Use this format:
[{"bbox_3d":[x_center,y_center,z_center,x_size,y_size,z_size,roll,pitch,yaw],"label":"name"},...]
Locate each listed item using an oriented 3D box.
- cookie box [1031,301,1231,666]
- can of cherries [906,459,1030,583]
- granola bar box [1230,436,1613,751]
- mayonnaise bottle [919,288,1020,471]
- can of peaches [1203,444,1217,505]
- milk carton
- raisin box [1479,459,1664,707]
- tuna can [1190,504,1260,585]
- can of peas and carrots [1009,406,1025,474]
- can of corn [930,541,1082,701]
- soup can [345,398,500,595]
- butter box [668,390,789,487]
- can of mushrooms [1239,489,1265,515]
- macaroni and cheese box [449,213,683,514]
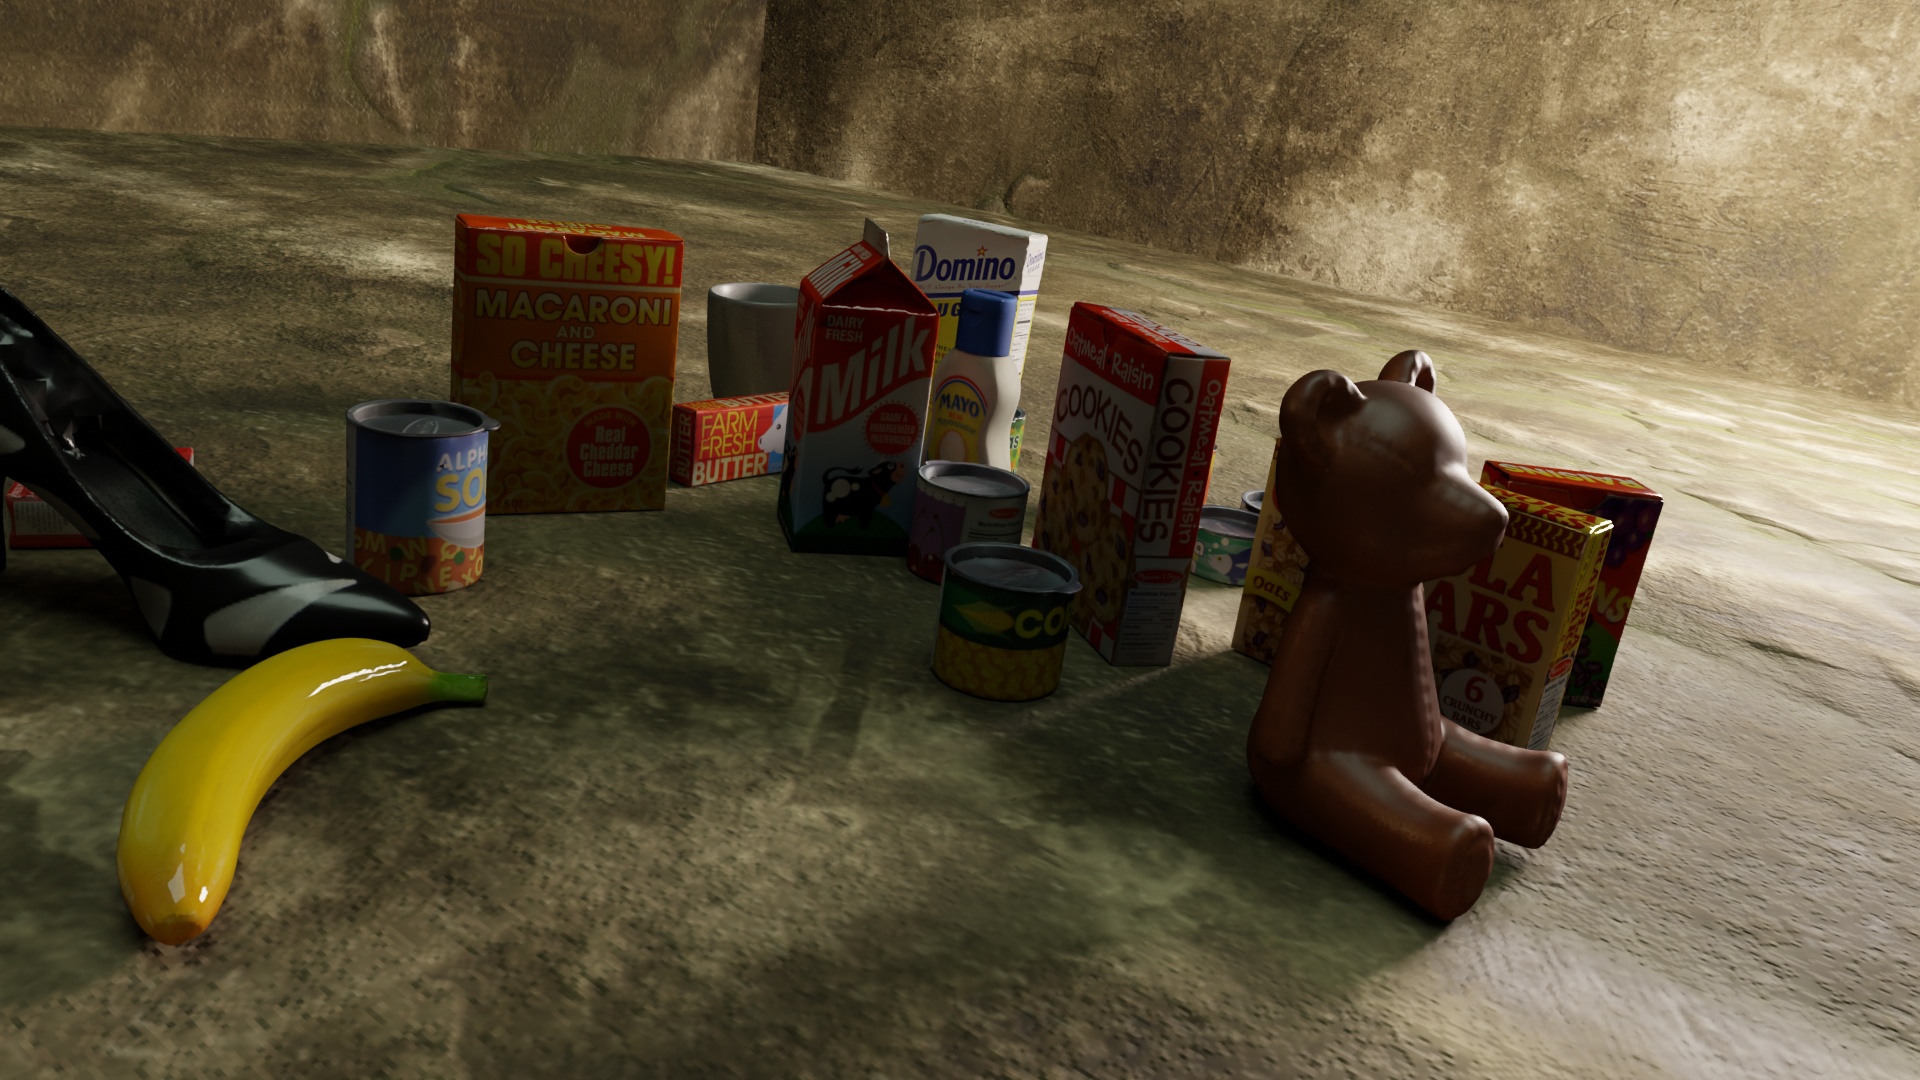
[{"bbox_3d":[0.085,-0.034,0.751,0.040,0.166,0.123,1,19,-20],"label":"cookie box"},{"bbox_3d":[0.003,-0.010,0.817,0.071,0.058,0.072,8,18,-2],"label":"can of cherries"},{"bbox_3d":[0.227,0.026,0.705,0.166,0.123,0.039,24,24,39],"label":"granola bar box"},{"bbox_3d":[0.008,-0.089,0.910,0.065,0.147,0.041,19,21,29],"label":"mayonnaise bottle"},{"bbox_3d":[0.141,-0.044,0.976,0.071,0.057,0.071,8,18,-2],"label":"can of peaches"},{"bbox_3d":[-0.061,-0.092,0.823,0.073,0.189,0.072,3,19,-16],"label":"milk carton"},{"bbox_3d":[0.314,0.024,0.749,0.086,0.123,0.040,7,18,-3],"label":"raisin box"},{"bbox_3d":[0.170,0.003,0.890,0.071,0.032,0.071,7,18,-2],"label":"tuna can"},{"bbox_3d":[0.011,-0.066,0.986,0.071,0.058,0.071,8,18,-2],"label":"can of peas and carrots"},{"bbox_3d":[0.023,0.040,0.678,0.071,0.058,0.071,8,18,-2],"label":"can of corn"},{"bbox_3d":[-0.269,-0.022,0.695,0.071,0.083,0.071,8,18,-2],"label":"soup can"},{"bbox_3d":[-0.148,-0.069,0.935,0.024,0.053,0.104,22,23,36],"label":"butter box"},{"bbox_3d":[0.224,-0.009,0.947,0.071,0.033,0.071,7,18,-2],"label":"can of mushrooms"},{"bbox_3d":[-0.230,-0.100,0.812,0.124,0.165,0.040,-3,21,-30],"label":"macaroni and cheese box"}]
